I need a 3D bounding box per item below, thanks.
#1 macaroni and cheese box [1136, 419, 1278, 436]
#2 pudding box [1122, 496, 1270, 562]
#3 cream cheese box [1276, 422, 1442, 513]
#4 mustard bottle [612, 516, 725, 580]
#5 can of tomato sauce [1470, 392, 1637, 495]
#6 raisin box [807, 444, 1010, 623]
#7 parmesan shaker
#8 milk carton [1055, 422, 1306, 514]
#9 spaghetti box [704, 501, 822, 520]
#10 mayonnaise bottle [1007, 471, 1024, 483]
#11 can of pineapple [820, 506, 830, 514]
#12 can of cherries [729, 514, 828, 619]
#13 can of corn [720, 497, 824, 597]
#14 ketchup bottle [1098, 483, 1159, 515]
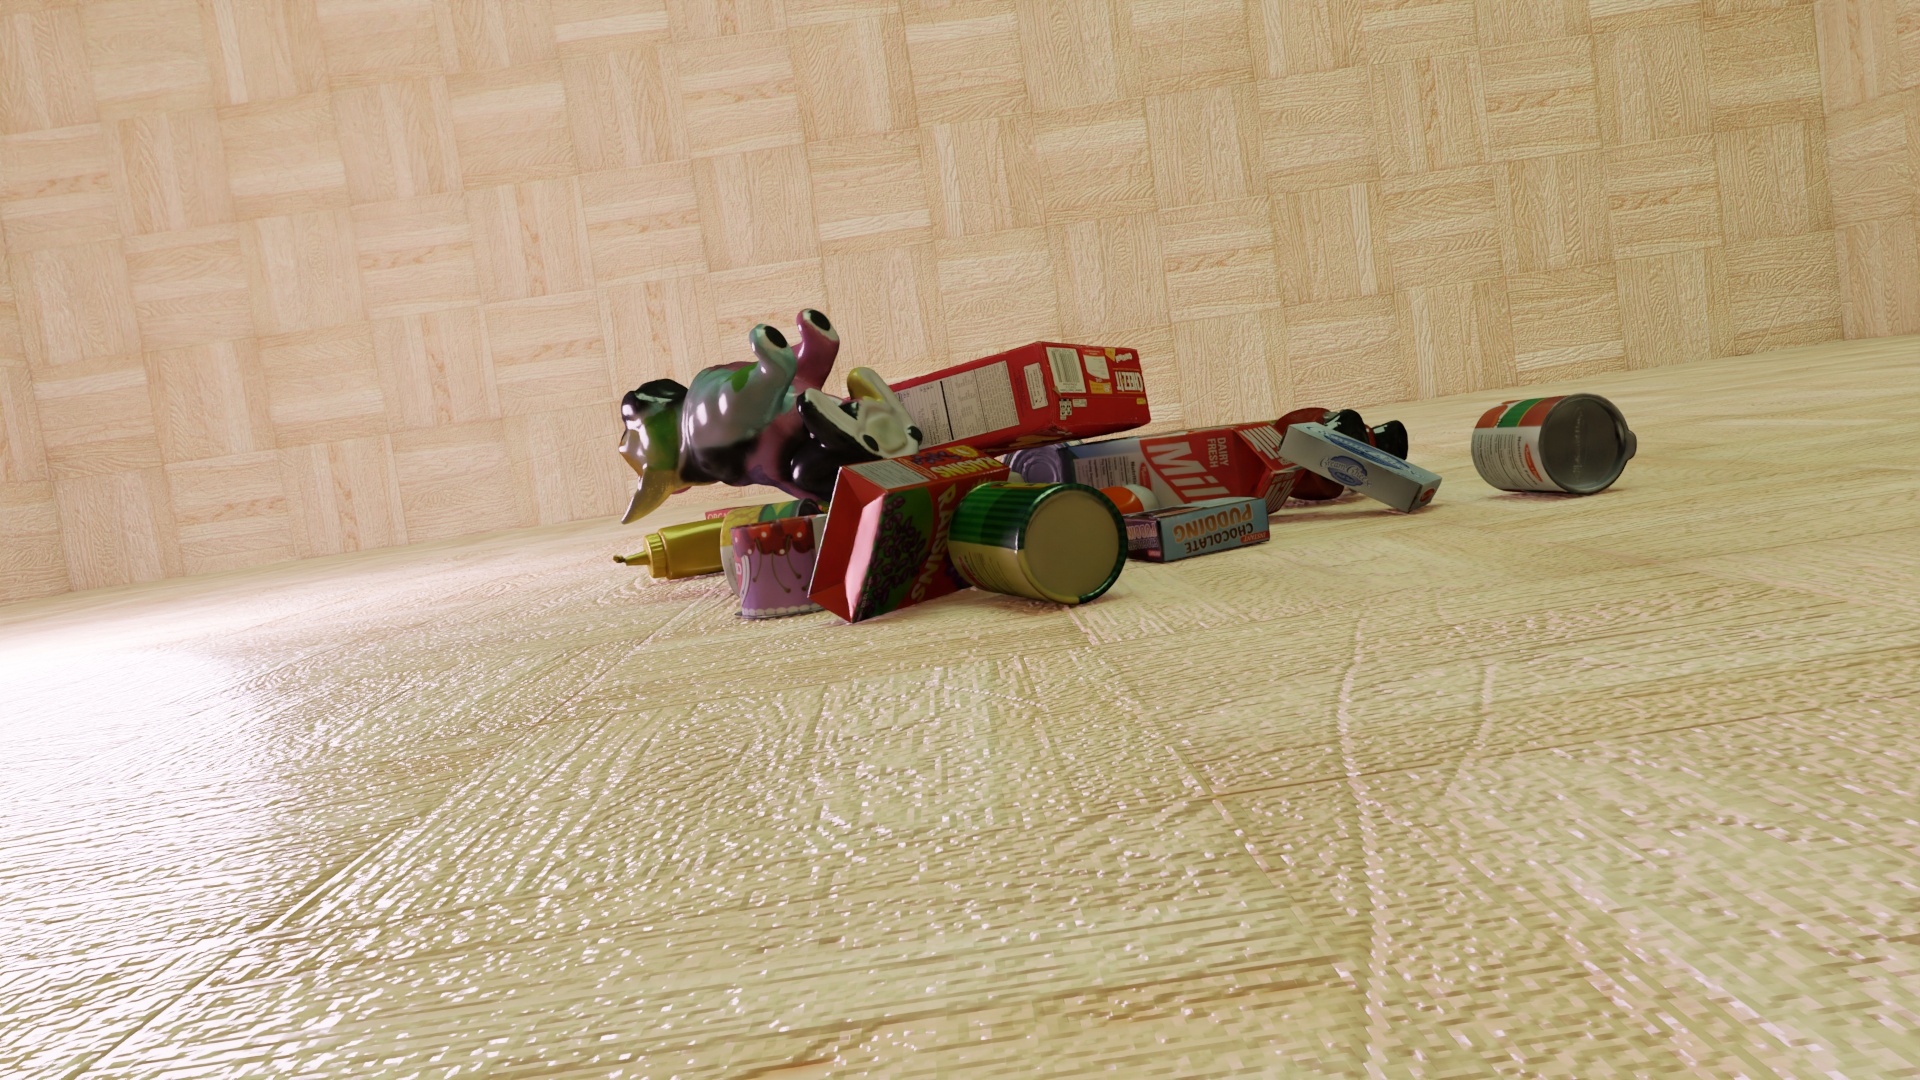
[{"bbox_3d":[0.241,-0.088,1.307,0.167,0.040,0.123,-10,5,-37],"label":"macaroni and cheese box"},{"bbox_3d":[0.151,-0.008,0.896,0.084,0.030,0.049,-10,6,-23],"label":"pudding box"},{"bbox_3d":[0.281,-0.053,0.978,0.104,0.024,0.053,29,22,27],"label":"cream cheese box"},{"bbox_3d":[-0.229,0.006,1.235,0.161,0.048,0.065,-11,6,-21],"label":"mustard bottle"},{"bbox_3d":[0.398,-0.065,0.938,0.071,0.071,0.083,-9,4,-10],"label":"can of tomato sauce"},{"bbox_3d":[-0.029,-0.006,0.825,0.040,0.085,0.124,27,24,30],"label":"raisin box"},{"bbox_3d":[0.044,0.001,0.776,0.071,0.071,0.103,-10,6,-21],"label":"parmesan shaker"},{"bbox_3d":[0.175,-0.048,1.060,0.190,0.073,0.072,-4,5,35],"label":"milk carton"},{"bbox_3d":[-0.164,-0.012,1.340,0.249,0.050,0.029,-3,5,45],"label":"spaghetti box"},{"bbox_3d":[-0.018,-0.006,0.990,0.148,0.064,0.041,-16,10,-30],"label":"mayonnaise bottle"},{"bbox_3d":[-0.070,-0.013,1.092,0.058,0.071,0.071,-7,5,30],"label":"can of pineapple"},{"bbox_3d":[-0.113,0.016,0.887,0.071,0.058,0.071,-8,5,1],"label":"can of cherries"},{"bbox_3d":[-0.130,0.005,0.984,0.058,0.071,0.071,-7,5,13],"label":"can of corn"},{"bbox_3d":[0.100,-0.015,0.977,0.064,0.043,0.149,-5,6,27],"label":"ketchup bottle"}]
